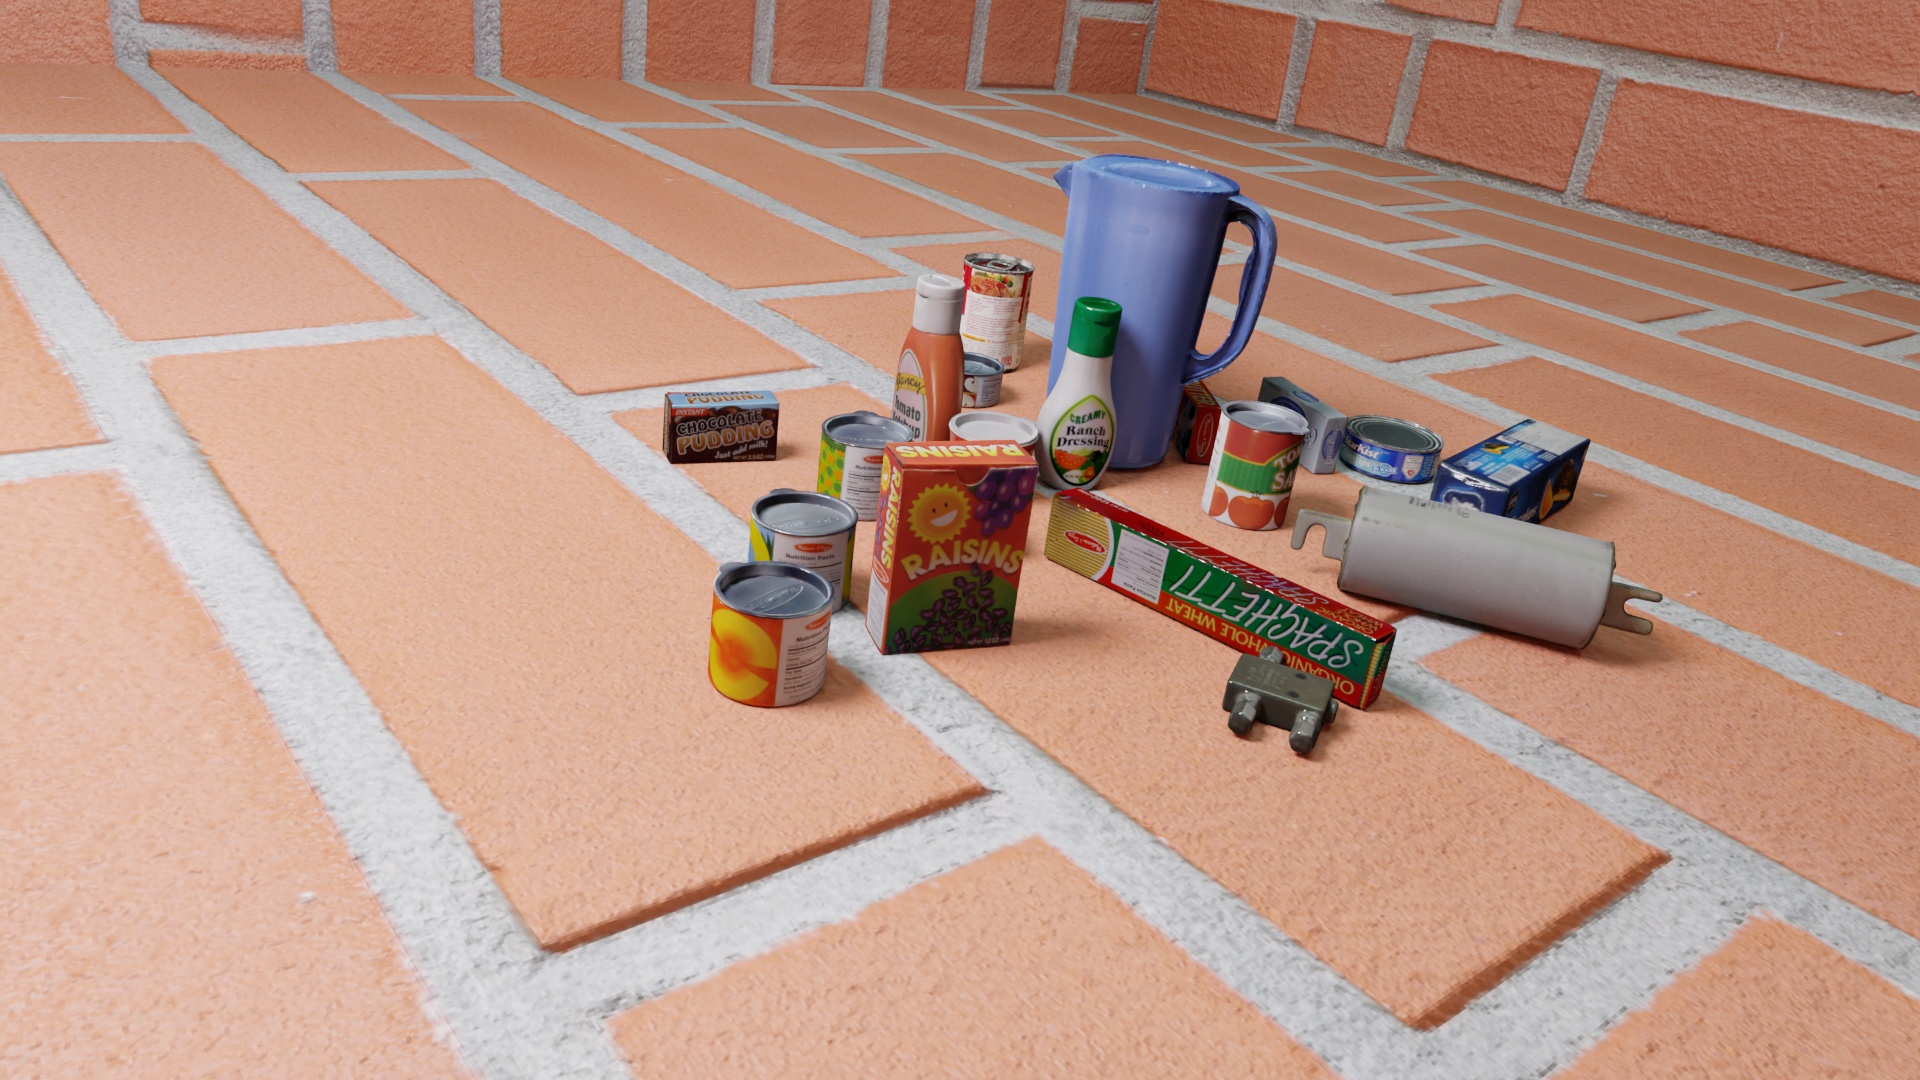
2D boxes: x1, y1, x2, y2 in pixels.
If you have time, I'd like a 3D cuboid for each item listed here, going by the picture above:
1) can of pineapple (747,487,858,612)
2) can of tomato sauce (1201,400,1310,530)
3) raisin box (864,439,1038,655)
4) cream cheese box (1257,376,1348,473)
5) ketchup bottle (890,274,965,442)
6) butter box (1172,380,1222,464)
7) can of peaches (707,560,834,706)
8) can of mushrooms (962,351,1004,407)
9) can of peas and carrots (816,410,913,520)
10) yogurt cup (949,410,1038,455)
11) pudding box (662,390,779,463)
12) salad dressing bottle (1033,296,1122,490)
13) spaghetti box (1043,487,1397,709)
[{"bbox_3d":[-0.099,0.007,0.866,0.071,0.057,0.071,7,25,-3],"label":"can of pineapple"},{"bbox_3d":[0.228,-0.057,1.073,0.071,0.082,0.071,7,25,-3],"label":"can of tomato sauce"},{"bbox_3d":[-0.007,0.004,0.824,0.086,0.122,0.040,-2,26,-21],"label":"raisin box"},{"bbox_3d":[0.298,-0.103,1.226,0.024,0.053,0.104,-3,27,-22],"label":"cream cheese box"},{"bbox_3d":[-0.023,-0.129,1.072,0.044,0.148,0.065,-10,30,-34],"label":"ketchup bottle"},{"bbox_3d":[0.200,-0.110,1.212,0.024,0.053,0.104,5,25,-7],"label":"butter box"},{"bbox_3d":[-0.107,0.050,0.771,0.071,0.057,0.071,7,25,-3],"label":"can of peaches"},{"bbox_3d":[0.003,-0.146,1.254,0.071,0.033,0.071,7,25,-3],"label":"can of mushrooms"},{"bbox_3d":[-0.070,-0.055,1.006,0.071,0.058,0.071,7,25,-3],"label":"can of peas and carrots"},{"bbox_3d":[0.022,-0.062,1.056,0.072,0.053,0.073,7,25,-3],"label":"yogurt cup"},{"bbox_3d":[-0.181,-0.087,1.052,0.084,0.049,0.030,-3,27,-23],"label":"pudding box"},{"bbox_3d":[0.094,-0.113,1.075,0.064,0.147,0.044,0,26,-17],"label":"salad dressing bottle"},{"bbox_3d":[0.161,0.033,0.899,0.250,0.050,0.029,26,30,34],"label":"spaghetti box"}]
